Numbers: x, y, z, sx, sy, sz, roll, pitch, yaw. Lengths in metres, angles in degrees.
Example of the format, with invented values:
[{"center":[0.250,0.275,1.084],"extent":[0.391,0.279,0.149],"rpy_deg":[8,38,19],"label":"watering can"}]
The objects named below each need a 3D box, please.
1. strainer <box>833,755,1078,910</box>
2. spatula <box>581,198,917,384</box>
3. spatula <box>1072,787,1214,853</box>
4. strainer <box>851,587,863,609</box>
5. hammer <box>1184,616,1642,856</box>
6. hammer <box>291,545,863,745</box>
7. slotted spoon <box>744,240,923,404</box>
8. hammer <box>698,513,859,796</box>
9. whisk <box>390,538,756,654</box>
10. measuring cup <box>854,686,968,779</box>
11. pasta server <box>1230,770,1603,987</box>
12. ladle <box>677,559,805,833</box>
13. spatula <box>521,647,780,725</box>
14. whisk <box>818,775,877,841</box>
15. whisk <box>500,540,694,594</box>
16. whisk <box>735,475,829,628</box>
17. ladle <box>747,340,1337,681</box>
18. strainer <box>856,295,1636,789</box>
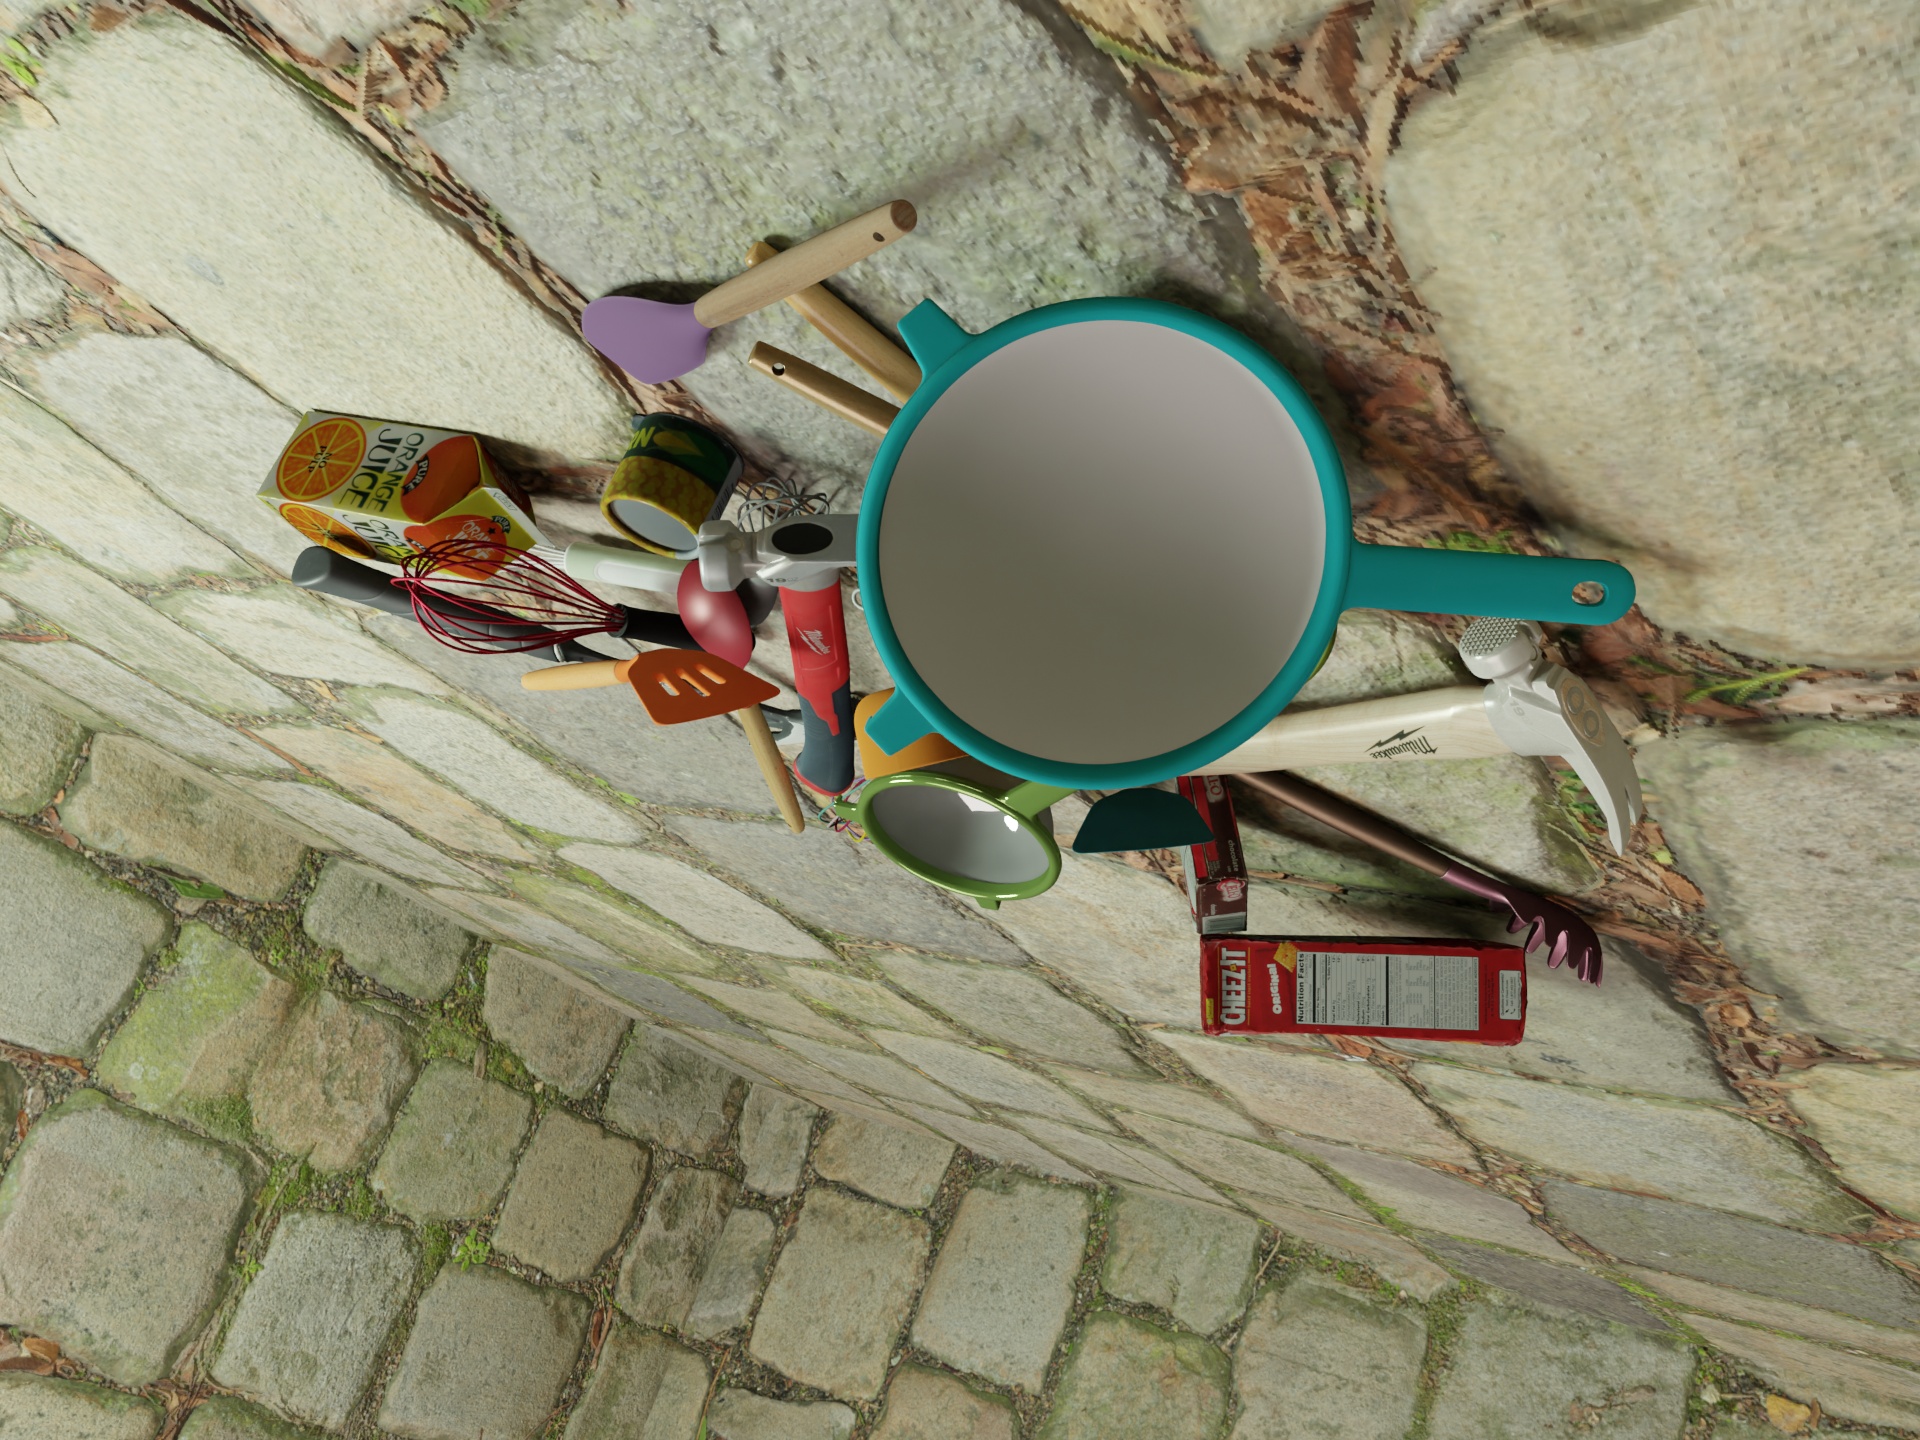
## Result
[{"center":[0.035,0.043,1.088],"extent":[0.151,0.069,0.256],"rpy_deg":[34,144,-18],"label":"strainer"},{"center":[-0.108,-0.196,0.736],"extent":[0.059,0.018,0.316],"rpy_deg":[37,162,-28],"label":"spatula"},{"center":[0.120,0.074,1.070],"extent":[0.082,0.044,0.317],"rpy_deg":[-6,172,5],"label":"spatula"},{"center":[0.045,-0.040,0.975],"extent":[0.258,0.050,0.086],"rpy_deg":[20,125,21],"label":"strainer"},{"center":[0.194,0.020,0.945],"extent":[0.146,0.038,0.411],"rpy_deg":[50,152,-21],"label":"hammer"},{"center":[-0.273,-0.048,1.159],"extent":[0.408,0.036,0.149],"rpy_deg":[19,166,-29],"label":"hammer"},{"center":[0.016,-0.133,0.797],"extent":[0.313,0.031,0.070],"rpy_deg":[36,145,-29],"label":"slotted spoon"},{"center":[-0.073,-0.028,1.020],"extent":[0.143,0.038,0.386],"rpy_deg":[-1,159,-2],"label":"hammer"},{"center":[-0.240,-0.068,1.044],"extent":[0.073,0.073,0.295],"rpy_deg":[5,178,36],"label":"whisk"},{"center":[-0.002,-0.003,1.003],"extent":[0.095,0.052,0.173],"rpy_deg":[-14,180,28],"label":"measuring cup"},{"center":[0.296,0.093,1.059],"extent":[0.316,0.040,0.060],"rpy_deg":[26,179,-7],"label":"pasta server"},{"center":[-0.147,-0.001,1.131],"extent":[0.069,0.031,0.315],"rpy_deg":[36,158,27],"label":"ladle"},{"center":[-0.227,-0.022,1.039],"extent":[0.081,0.041,0.323],"rpy_deg":[-17,-171,-33],"label":"spatula"},{"center":[-0.073,0.048,1.306],"extent":[0.051,0.047,0.245],"rpy_deg":[13,156,-12],"label":"whisk"},{"center":[-0.275,-0.113,1.103],"extent":[0.246,0.059,0.057],"rpy_deg":[11,129,17],"label":"whisk"},{"center":[-0.122,-0.096,0.995],"extent":[0.055,0.055,0.239],"rpy_deg":[25,162,-7],"label":"whisk"},{"center":[0.044,-0.101,0.770],"extent":[0.320,0.078,0.062],"rpy_deg":[25,-158,-16],"label":"ladle"},{"center":[0.123,-0.078,0.717],"extent":[0.340,0.211,0.095],"rpy_deg":[4,-164,-5],"label":"strainer"}]
